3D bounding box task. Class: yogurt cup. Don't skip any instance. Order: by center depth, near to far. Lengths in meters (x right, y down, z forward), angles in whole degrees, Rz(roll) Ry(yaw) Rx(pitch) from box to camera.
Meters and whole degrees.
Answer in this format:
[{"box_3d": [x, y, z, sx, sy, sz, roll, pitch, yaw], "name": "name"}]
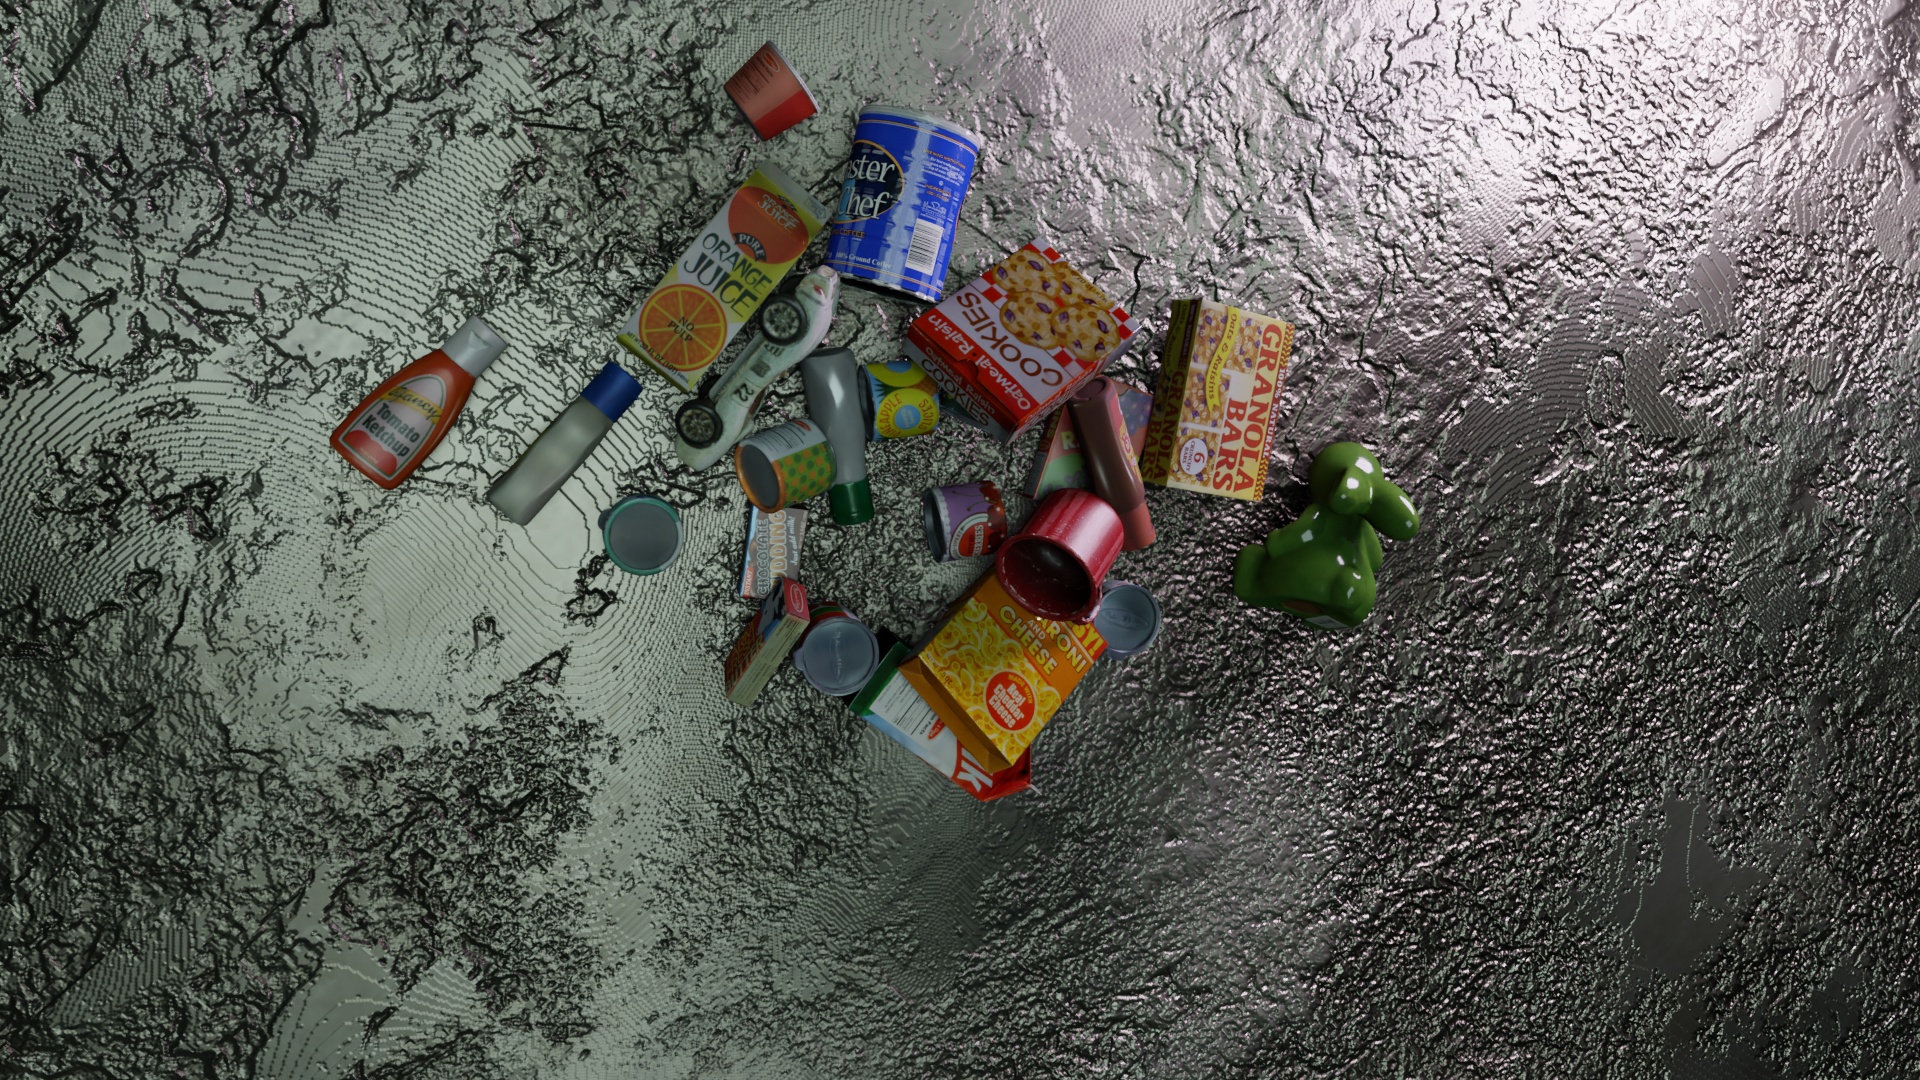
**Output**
[{"box_3d": [-0.155, -0.361, 1.125, 0.054, 0.072, 0.072, -37, 105, 1], "name": "yogurt cup"}]

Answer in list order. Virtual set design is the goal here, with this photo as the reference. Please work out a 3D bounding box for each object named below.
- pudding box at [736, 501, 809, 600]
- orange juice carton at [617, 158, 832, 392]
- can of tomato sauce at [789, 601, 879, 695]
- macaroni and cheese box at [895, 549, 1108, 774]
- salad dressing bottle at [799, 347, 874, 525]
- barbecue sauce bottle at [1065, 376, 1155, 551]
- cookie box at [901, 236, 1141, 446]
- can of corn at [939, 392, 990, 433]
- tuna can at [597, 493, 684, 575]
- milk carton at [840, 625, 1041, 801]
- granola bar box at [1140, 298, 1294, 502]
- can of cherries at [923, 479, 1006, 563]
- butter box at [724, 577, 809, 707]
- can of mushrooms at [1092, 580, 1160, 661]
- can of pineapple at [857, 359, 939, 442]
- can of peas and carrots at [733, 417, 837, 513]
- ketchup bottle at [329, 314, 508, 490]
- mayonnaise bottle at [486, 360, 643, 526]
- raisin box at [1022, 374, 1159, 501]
[{"box_3d": [-0.160, 0.009, 1.184, 0.050, 0.030, 0.083, 9, 94, -15], "name": "pudding box"}, {"box_3d": [-0.191, -0.215, 1.127, 0.072, 0.073, 0.193, 40, 85, -14], "name": "orange juice carton"}, {"box_3d": [-0.111, 0.090, 1.179, 0.071, 0.083, 0.071, -2, 97, -14], "name": "can of tomato sauce"}, {"box_3d": [0.041, 0.098, 1.194, 0.123, 0.040, 0.167, 50, 52, -7], "name": "macaroni and cheese box"}, {"box_3d": [-0.102, -0.087, 1.175, 0.044, 0.064, 0.147, -16, 109, -23], "name": "salad dressing bottle"}, {"box_3d": [0.131, -0.063, 1.197, 0.043, 0.065, 0.148, -15, 111, 12], "name": "barbecue sauce bottle"}, {"box_3d": [0.052, -0.169, 1.155, 0.123, 0.040, 0.168, 44, 57, 11], "name": "cookie box"}, {"box_3d": [0.021, -0.128, 1.196, 0.071, 0.071, 0.058, 24, 90, -16], "name": "can of corn"}, {"box_3d": [-0.266, -0.006, 1.153, 0.071, 0.033, 0.071, -2, 97, -15], "name": "tuna can"}, {"box_3d": [-0.009, 0.163, 1.221, 0.190, 0.072, 0.073, 37, 87, -15], "name": "milk carton"}, {"box_3d": [0.231, -0.124, 1.248, 0.124, 0.039, 0.165, 7, 95, -36], "name": "granola bar box"}, {"box_3d": [0.004, -0.015, 1.204, 0.058, 0.071, 0.071, -8, 99, -14], "name": "can of cherries"}, {"box_3d": [-0.163, 0.086, 1.162, 0.024, 0.053, 0.103, 26, 115, -25], "name": "butter box"}, {"box_3d": [0.145, 0.073, 1.271, 0.071, 0.033, 0.071, -2, 97, -15], "name": "can of mushrooms"}, {"box_3d": [-0.053, -0.118, 1.177, 0.058, 0.071, 0.071, -8, 99, -14], "name": "can of pineapple"}, {"box_3d": [-0.145, -0.060, 1.152, 0.059, 0.071, 0.071, -26, 104, -36], "name": "can of peas and carrots"}, {"box_3d": [-0.421, -0.113, 1.094, 0.064, 0.043, 0.149, 43, 84, -15], "name": "ketchup bottle"}, {"box_3d": [-0.317, -0.079, 1.118, 0.041, 0.065, 0.148, 41, 81, -12], "name": "mayonnaise bottle"}, {"box_3d": [0.116, -0.084, 1.241, 0.086, 0.040, 0.123, 18, 91, -15], "name": "raisin box"}]
